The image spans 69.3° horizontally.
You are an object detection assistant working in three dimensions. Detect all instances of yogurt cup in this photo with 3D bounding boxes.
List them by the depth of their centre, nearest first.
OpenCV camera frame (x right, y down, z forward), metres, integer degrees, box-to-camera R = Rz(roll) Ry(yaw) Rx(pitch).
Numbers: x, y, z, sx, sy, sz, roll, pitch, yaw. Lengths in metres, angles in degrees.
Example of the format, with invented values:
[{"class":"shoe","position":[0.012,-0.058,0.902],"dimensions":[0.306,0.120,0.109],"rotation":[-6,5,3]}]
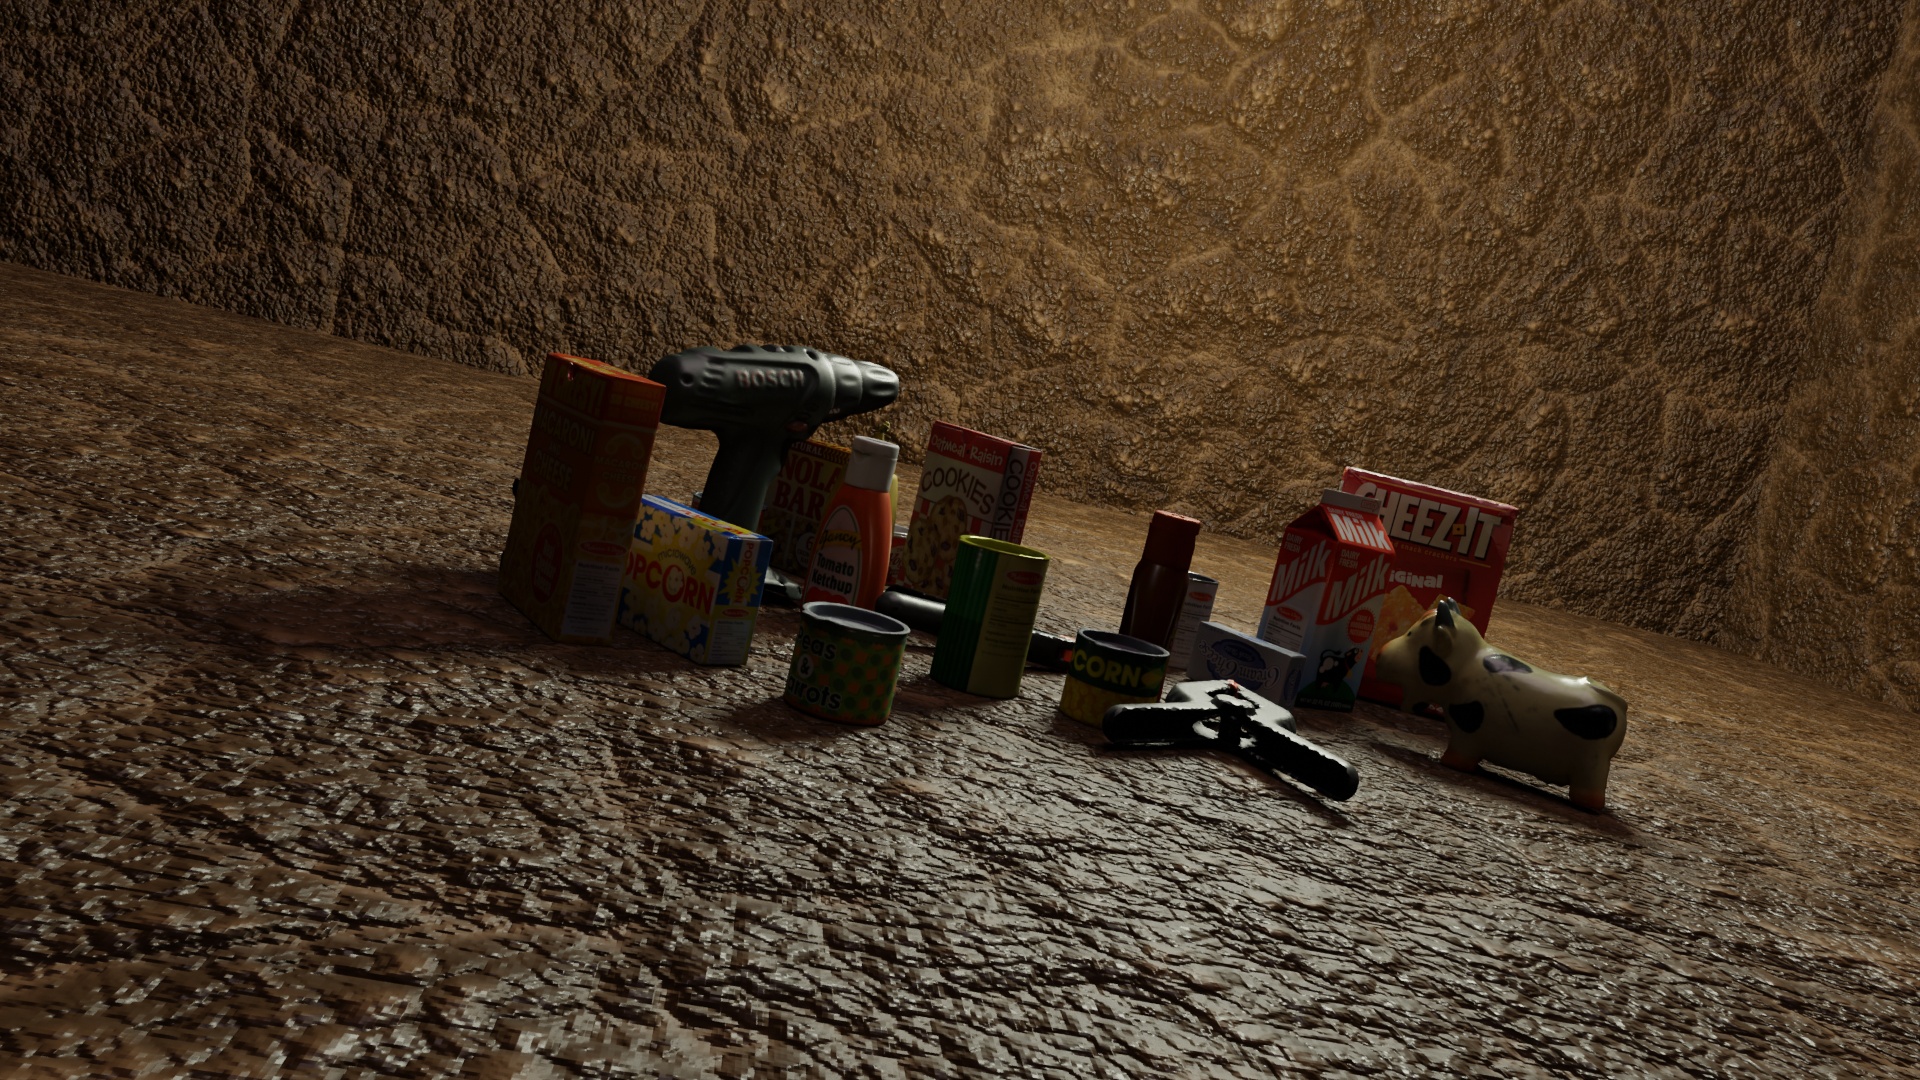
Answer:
[{"class":"yogurt cup","position":[-0.077,0.012,1.360],"dimensions":[0.072,0.054,0.072],"rotation":[13,6,-1]}]

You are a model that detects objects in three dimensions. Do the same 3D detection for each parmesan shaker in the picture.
[{"class":"parmesan shaker","position":[0.018,0.053,0.987],"dimensions":[0.071,0.103,0.071],"rotation":[13,6,-1]}]

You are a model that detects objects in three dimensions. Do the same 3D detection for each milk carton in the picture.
[{"class":"milk carton","position":[0.327,0.051,1.244],"dimensions":[0.072,0.190,0.073],"rotation":[10,7,-29]}]

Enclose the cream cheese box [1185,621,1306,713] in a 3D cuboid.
[{"class":"cream cheese box","position":[0.243,0.109,1.184],"dimensions":[0.024,0.053,0.104],"rotation":[8,8,-40]}]

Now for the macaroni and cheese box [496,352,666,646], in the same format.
[{"class":"macaroni and cheese box","position":[-0.246,-0.030,0.890],"dimensions":[0.040,0.166,0.124],"rotation":[9,8,-36]}]

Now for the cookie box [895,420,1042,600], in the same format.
[{"class":"cookie box","position":[0.005,-0.016,1.261],"dimensions":[0.040,0.167,0.123],"rotation":[9,8,-38]}]

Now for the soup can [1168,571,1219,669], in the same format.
[{"class":"soup can","position":[0.196,0.070,1.287],"dimensions":[0.071,0.083,0.071],"rotation":[13,6,-1]}]

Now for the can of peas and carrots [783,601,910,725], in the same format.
[{"class":"can of peas and carrots","position":[-0.071,0.074,0.835],"dimensions":[0.071,0.058,0.071],"rotation":[13,6,-1]}]

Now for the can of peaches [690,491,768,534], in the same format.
[{"class":"can of peaches","position":[-0.210,-0.008,1.245],"dimensions":[0.071,0.058,0.071],"rotation":[13,6,-1]}]

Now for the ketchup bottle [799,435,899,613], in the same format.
[{"class":"ketchup bottle","position":[-0.082,-0.006,1.092],"dimensions":[0.065,0.148,0.043],"rotation":[17,7,31]}]

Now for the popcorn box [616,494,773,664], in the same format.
[{"class":"popcorn box","position":[-0.184,0.024,0.914],"dimensions":[0.127,0.085,0.038],"rotation":[19,8,41]}]

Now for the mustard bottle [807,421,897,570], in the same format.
[{"class":"mustard bottle","position":[-0.087,-0.026,1.195],"dimensions":[0.065,0.160,0.049],"rotation":[16,6,20]}]

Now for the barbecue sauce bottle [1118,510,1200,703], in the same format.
[{"class":"barbecue sauce bottle","position":[0.145,0.053,1.049],"dimensions":[0.044,0.148,0.065],"rotation":[14,6,6]}]

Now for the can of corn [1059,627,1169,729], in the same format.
[{"class":"can of corn","position":[0.106,0.099,0.976],"dimensions":[0.071,0.058,0.071],"rotation":[13,6,-1]}]

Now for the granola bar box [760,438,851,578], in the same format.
[{"class":"granola bar box","position":[-0.158,-0.037,1.305],"dimensions":[0.165,0.124,0.039],"rotation":[18,8,37]}]
